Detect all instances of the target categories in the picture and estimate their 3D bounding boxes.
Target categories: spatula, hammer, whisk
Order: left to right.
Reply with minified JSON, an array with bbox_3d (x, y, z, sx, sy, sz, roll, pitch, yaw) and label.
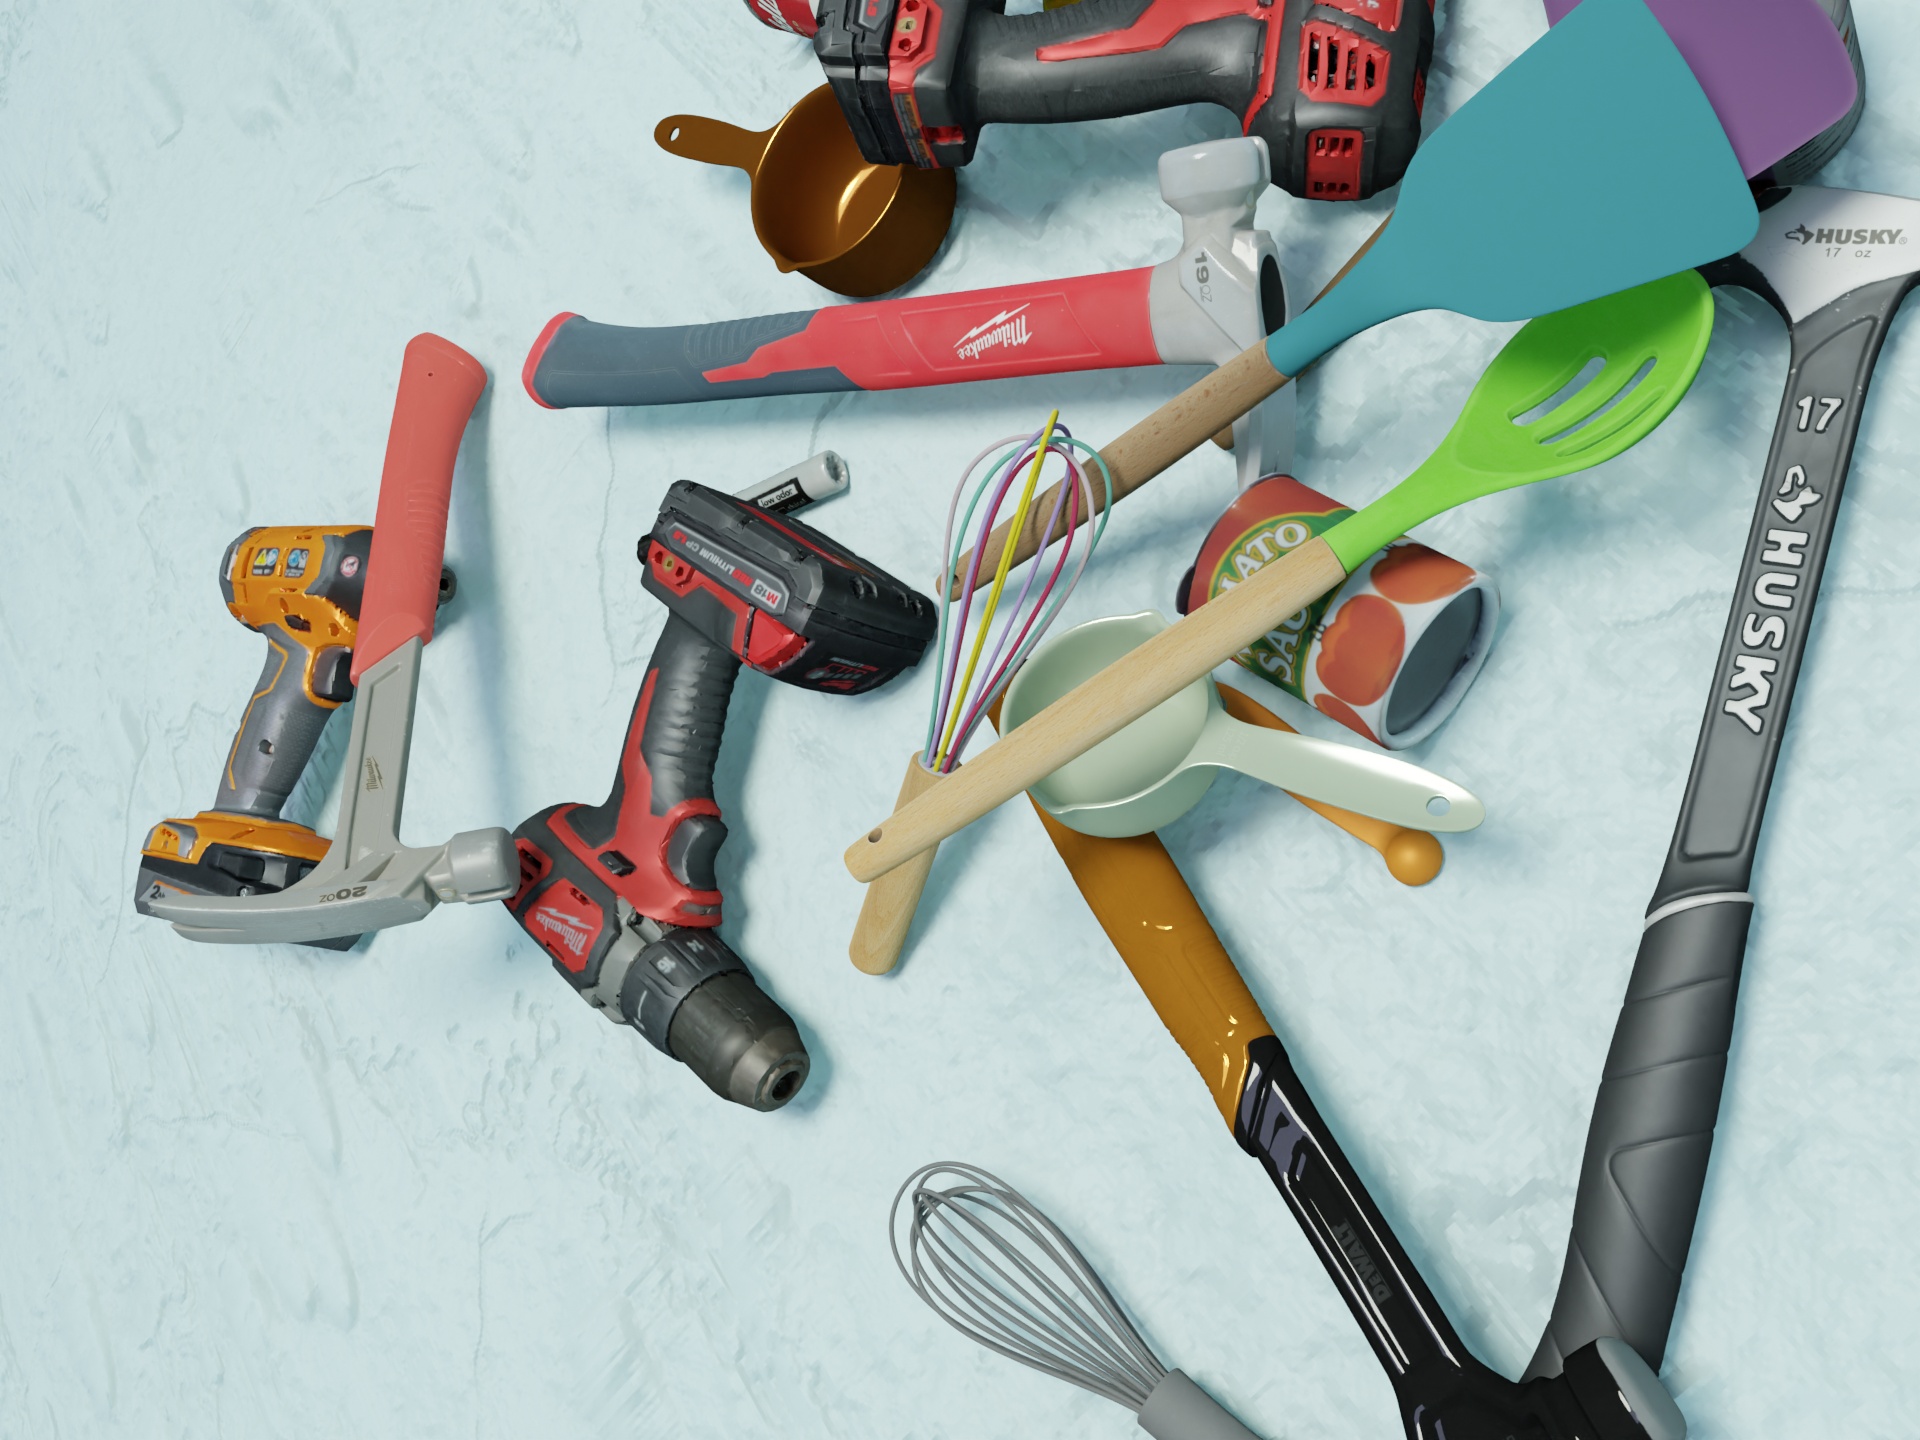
[{"bbox_3d":[-0.282,-0.058,0.774,0.149,0.036,0.359,-7,53,-1],"label":"hammer"},{"bbox_3d":[-0.044,-0.141,0.668,0.386,0.038,0.143,4,110,36],"label":"hammer"},{"bbox_3d":[0.000,-0.003,0.598,0.047,0.051,0.244,-119,41,-51],"label":"whisk"},{"bbox_3d":[0.066,0.232,0.536,0.239,0.055,0.055,33,99,31],"label":"whisk"},{"bbox_3d":[0.083,0.110,0.536,0.127,0.034,0.337,-43,53,20],"label":"hammer"},{"bbox_3d":[0.095,-0.110,0.536,0.317,0.044,0.082,-30,89,46],"label":"spatula"},{"bbox_3d":[0.176,-0.277,0.527,0.060,0.018,0.316,-34,55,10],"label":"spatula"},{"bbox_3d":[0.230,0.039,0.473,0.149,0.036,0.409,13,87,35],"label":"hammer"}]

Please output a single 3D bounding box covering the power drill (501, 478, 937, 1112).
[{"bbox_3d":[-0.098,0.033,0.675,0.188,0.080,0.226,34,102,35],"label":"power drill"}]

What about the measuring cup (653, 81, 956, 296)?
[{"bbox_3d":[-0.074,-0.250,0.736,0.174,0.052,0.095,28,96,37],"label":"measuring cup"}]

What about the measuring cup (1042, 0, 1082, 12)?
[{"bbox_3d":[0.094,-0.336,0.660,0.062,0.029,0.156,36,88,26],"label":"measuring cup"}]

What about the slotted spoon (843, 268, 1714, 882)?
[{"bbox_3d":[0.094,-0.038,0.498,0.314,0.031,0.070,-34,38,8],"label":"slotted spoon"}]

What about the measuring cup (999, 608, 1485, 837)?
[{"bbox_3d":[0.093,0.016,0.532,0.168,0.038,0.083,17,68,29],"label":"measuring cup"}]

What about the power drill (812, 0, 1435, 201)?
[{"bbox_3d":[0.066,-0.274,0.597,0.220,0.078,0.143,8,79,13],"label":"power drill"}]

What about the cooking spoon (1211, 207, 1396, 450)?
[{"bbox_3d":[0.199,-0.218,0.560,0.319,0.017,0.069,-48,53,17],"label":"cooking spoon"}]

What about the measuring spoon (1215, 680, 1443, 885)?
[{"bbox_3d":[0.122,0.019,0.565,0.117,0.011,0.021,42,104,33],"label":"measuring spoon"}]

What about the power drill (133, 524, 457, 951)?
[{"bbox_3d":[-0.347,0.003,0.850,0.164,0.084,0.226,3,78,34],"label":"power drill"}]
